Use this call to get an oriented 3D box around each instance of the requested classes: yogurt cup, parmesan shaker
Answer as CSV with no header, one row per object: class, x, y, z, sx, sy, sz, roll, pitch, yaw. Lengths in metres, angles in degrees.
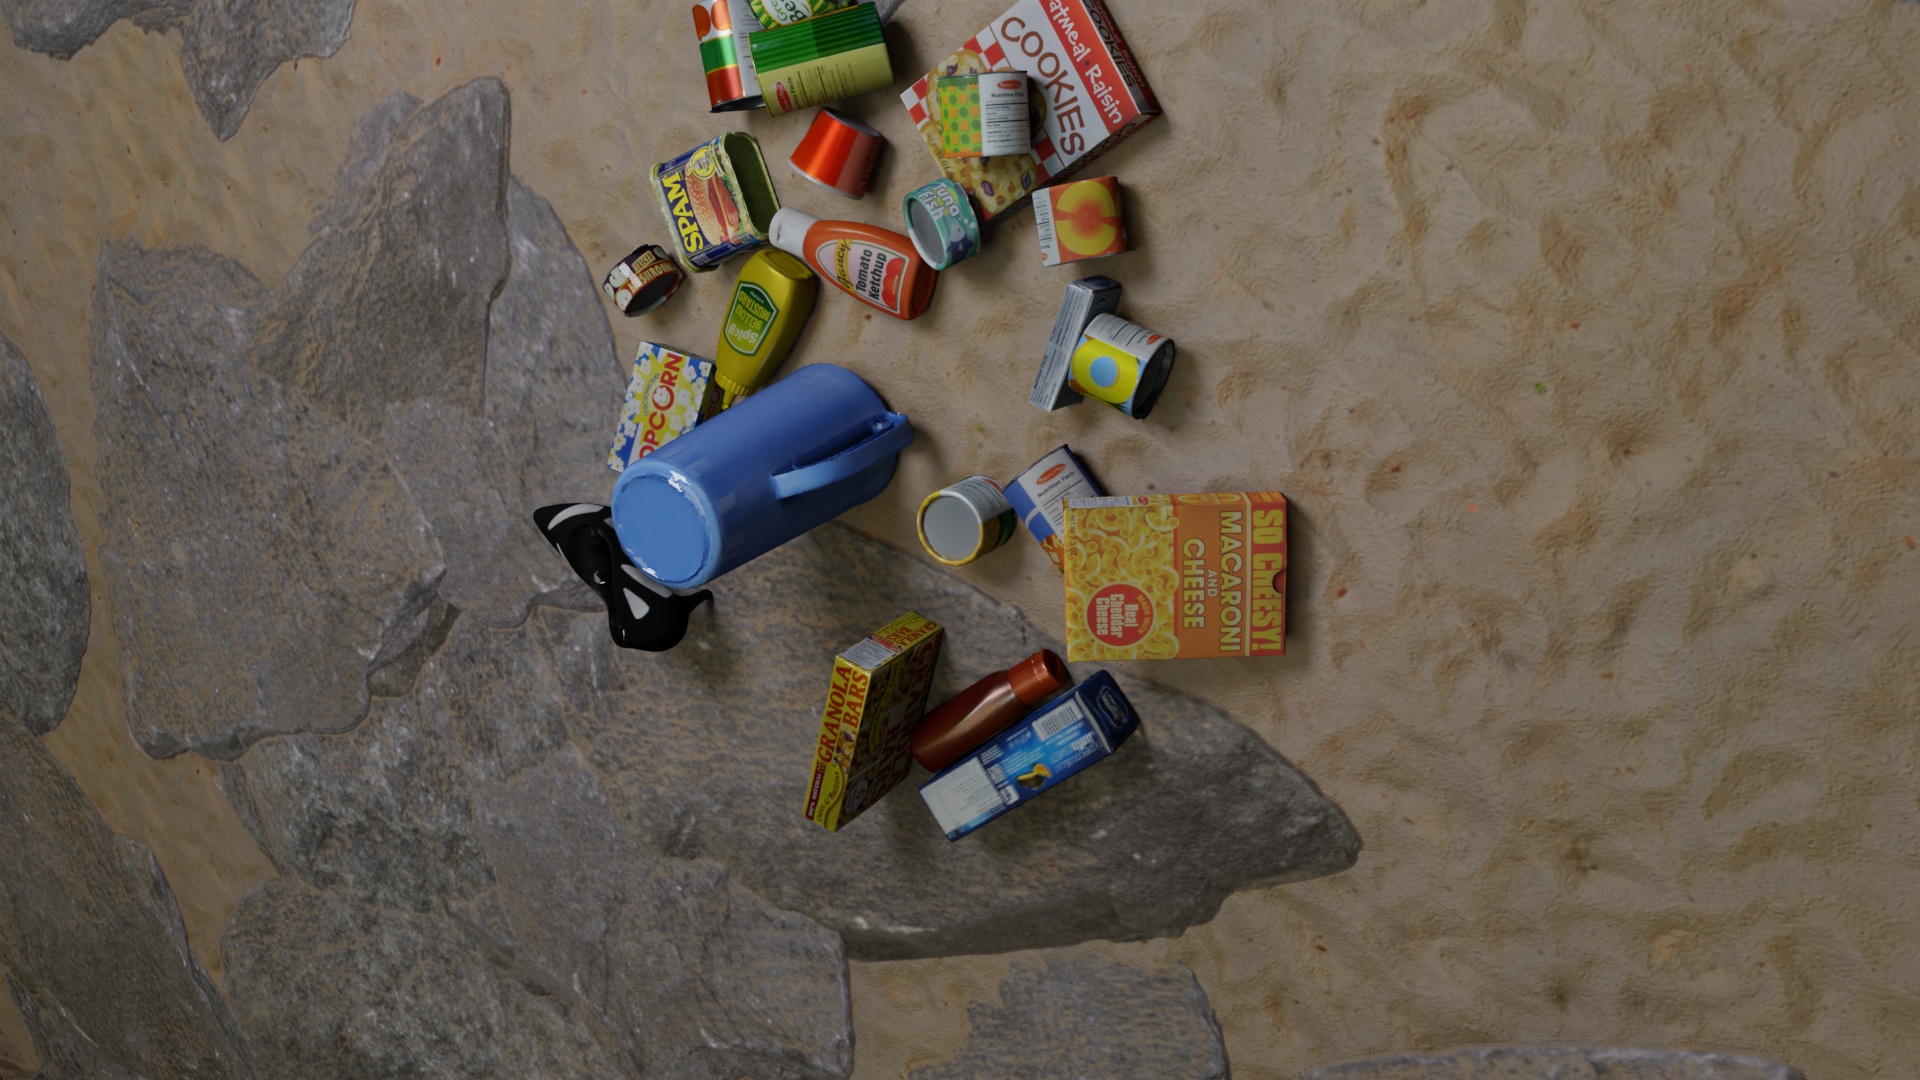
yogurt cup,-0.100,-0.318,1.135,0.072,0.072,0.053,35,111,17
parmesan shaker,-0.108,-0.379,1.098,0.103,0.071,0.071,-14,99,2

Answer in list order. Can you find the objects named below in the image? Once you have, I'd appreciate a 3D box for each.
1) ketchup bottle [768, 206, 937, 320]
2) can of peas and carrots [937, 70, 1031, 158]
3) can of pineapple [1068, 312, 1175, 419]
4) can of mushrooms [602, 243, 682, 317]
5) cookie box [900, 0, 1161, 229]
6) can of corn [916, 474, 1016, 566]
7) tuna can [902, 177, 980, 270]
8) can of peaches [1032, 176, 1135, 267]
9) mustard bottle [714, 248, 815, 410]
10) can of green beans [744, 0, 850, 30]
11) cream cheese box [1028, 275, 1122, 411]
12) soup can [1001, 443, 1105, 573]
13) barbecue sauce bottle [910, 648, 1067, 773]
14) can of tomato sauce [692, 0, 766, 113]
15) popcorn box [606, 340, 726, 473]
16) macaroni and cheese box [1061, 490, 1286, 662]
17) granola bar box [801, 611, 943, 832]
ketchup bottle,-0.092,-0.239,1.165,0.149,0.044,0.064,27,122,22
can of peas and carrots,0.016,-0.312,1.019,0.071,0.071,0.058,5,108,29
can of pineapple,0.122,-0.132,1.059,0.058,0.071,0.070,27,117,21
can of mushrooms,-0.289,-0.237,1.264,0.070,0.071,0.033,-41,84,32
cookie box,0.051,-0.332,1.057,0.167,0.040,0.123,-28,90,34
can of corn,0.004,-0.015,1.167,0.071,0.058,0.071,9,109,28
tuna can,-0.015,-0.249,1.087,0.071,0.033,0.070,52,160,28
can of peaches,0.093,-0.240,1.046,0.071,0.071,0.058,-5,102,31
mustard bottle,-0.182,-0.178,1.232,0.065,0.049,0.159,38,119,17
can of green beans,-0.130,-0.442,1.113,0.057,0.071,0.071,-20,94,33
cream cheese box,0.089,-0.153,1.079,0.024,0.053,0.103,29,117,22
soup can,0.083,-0.025,1.116,0.071,0.071,0.084,-38,85,33
barbecue sauce bottle,0.024,0.144,1.203,0.148,0.065,0.043,-35,107,25
can of tomato sauce,-0.184,-0.405,1.155,0.071,0.071,0.083,-4,102,31
popcorn box,-0.270,-0.113,1.288,0.085,0.038,0.126,20,97,24
macaroni and cheese box,0.163,0.028,1.058,0.166,0.040,0.123,-2,105,4
granola bar box,-0.076,0.159,1.225,0.039,0.125,0.164,24,115,22
